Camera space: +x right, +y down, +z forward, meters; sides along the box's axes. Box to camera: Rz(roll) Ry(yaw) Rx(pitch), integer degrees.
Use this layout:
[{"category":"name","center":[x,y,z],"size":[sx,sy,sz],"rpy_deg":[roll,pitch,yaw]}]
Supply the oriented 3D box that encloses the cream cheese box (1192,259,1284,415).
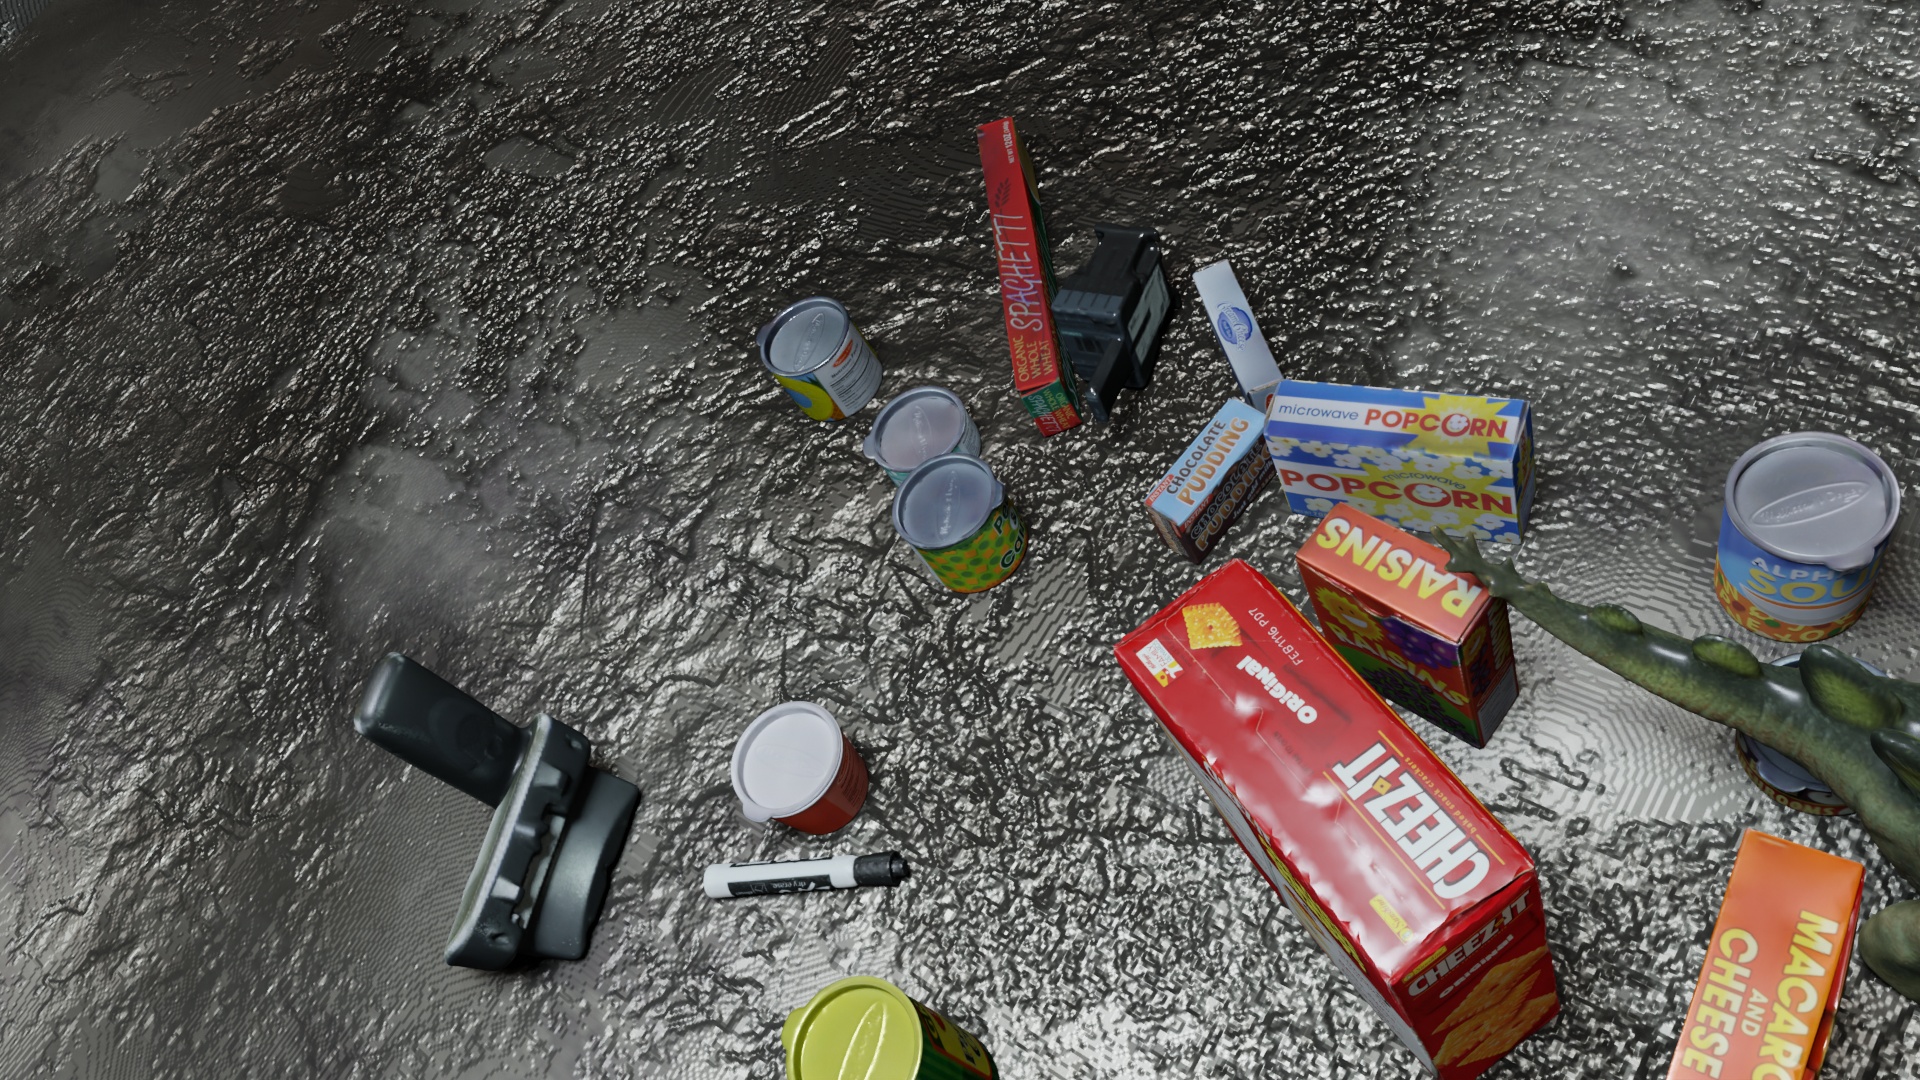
[{"category":"cream cheese box","center":[0.169,-0.112,0.822],"size":[0.024,0.053,0.104],"rpy_deg":[-23,53,11]}]

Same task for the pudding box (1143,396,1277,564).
[{"category":"pudding box","center":[0.144,-0.034,0.786],"size":[0.030,0.049,0.084],"rpy_deg":[35,78,36]}]

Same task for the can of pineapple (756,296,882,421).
[{"category":"can of pineapple","center":[-0.095,-0.124,0.948],"size":[0.071,0.057,0.071],"rpy_deg":[-12,56,18]}]

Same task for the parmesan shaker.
[{"category":"parmesan shaker","center":[-0.031,0.249,0.652],"size":[0.071,0.102,0.071],"rpy_deg":[-12,56,18]}]

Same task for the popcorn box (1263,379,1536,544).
[{"category":"popcorn box","center":[0.231,-0.042,0.729],"size":[0.127,0.085,0.038],"rpy_deg":[9,65,29]}]

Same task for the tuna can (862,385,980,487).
[{"category":"tuna can","center":[-0.024,-0.062,0.892],"size":[0.071,0.032,0.071],"rpy_deg":[-12,56,18]}]

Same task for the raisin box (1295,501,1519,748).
[{"category":"raisin box","center":[0.214,0.042,0.660],"size":[0.086,0.123,0.040],"rpy_deg":[32,77,36]}]

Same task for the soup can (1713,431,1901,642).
[{"category":"soup can","center":[0.383,0.003,0.632],"size":[0.071,0.083,0.071],"rpy_deg":[-12,56,18]}]

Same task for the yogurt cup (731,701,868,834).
[{"category":"yogurt cup","center":[-0.087,0.132,0.784],"size":[0.072,0.053,0.073],"rpy_deg":[-12,56,18]}]

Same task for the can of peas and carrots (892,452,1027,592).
[{"category":"can of peas and carrots","center":[0.003,-0.010,0.830],"size":[0.071,0.058,0.071],"rpy_deg":[-12,56,18]}]

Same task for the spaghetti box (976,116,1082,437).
[{"category":"spaghetti box","center":[0.044,-0.181,0.925],"size":[0.028,0.050,0.251],"rpy_deg":[-17,54,15]}]

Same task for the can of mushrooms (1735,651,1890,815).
[{"category":"can of mushrooms","center":[0.378,0.087,0.613],"size":[0.071,0.033,0.071],"rpy_deg":[-12,56,18]}]

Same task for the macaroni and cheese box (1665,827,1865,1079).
[{"category":"macaroni and cheese box","center":[0.284,0.192,0.505],"size":[0.040,0.166,0.124],"rpy_deg":[17,69,32]}]
